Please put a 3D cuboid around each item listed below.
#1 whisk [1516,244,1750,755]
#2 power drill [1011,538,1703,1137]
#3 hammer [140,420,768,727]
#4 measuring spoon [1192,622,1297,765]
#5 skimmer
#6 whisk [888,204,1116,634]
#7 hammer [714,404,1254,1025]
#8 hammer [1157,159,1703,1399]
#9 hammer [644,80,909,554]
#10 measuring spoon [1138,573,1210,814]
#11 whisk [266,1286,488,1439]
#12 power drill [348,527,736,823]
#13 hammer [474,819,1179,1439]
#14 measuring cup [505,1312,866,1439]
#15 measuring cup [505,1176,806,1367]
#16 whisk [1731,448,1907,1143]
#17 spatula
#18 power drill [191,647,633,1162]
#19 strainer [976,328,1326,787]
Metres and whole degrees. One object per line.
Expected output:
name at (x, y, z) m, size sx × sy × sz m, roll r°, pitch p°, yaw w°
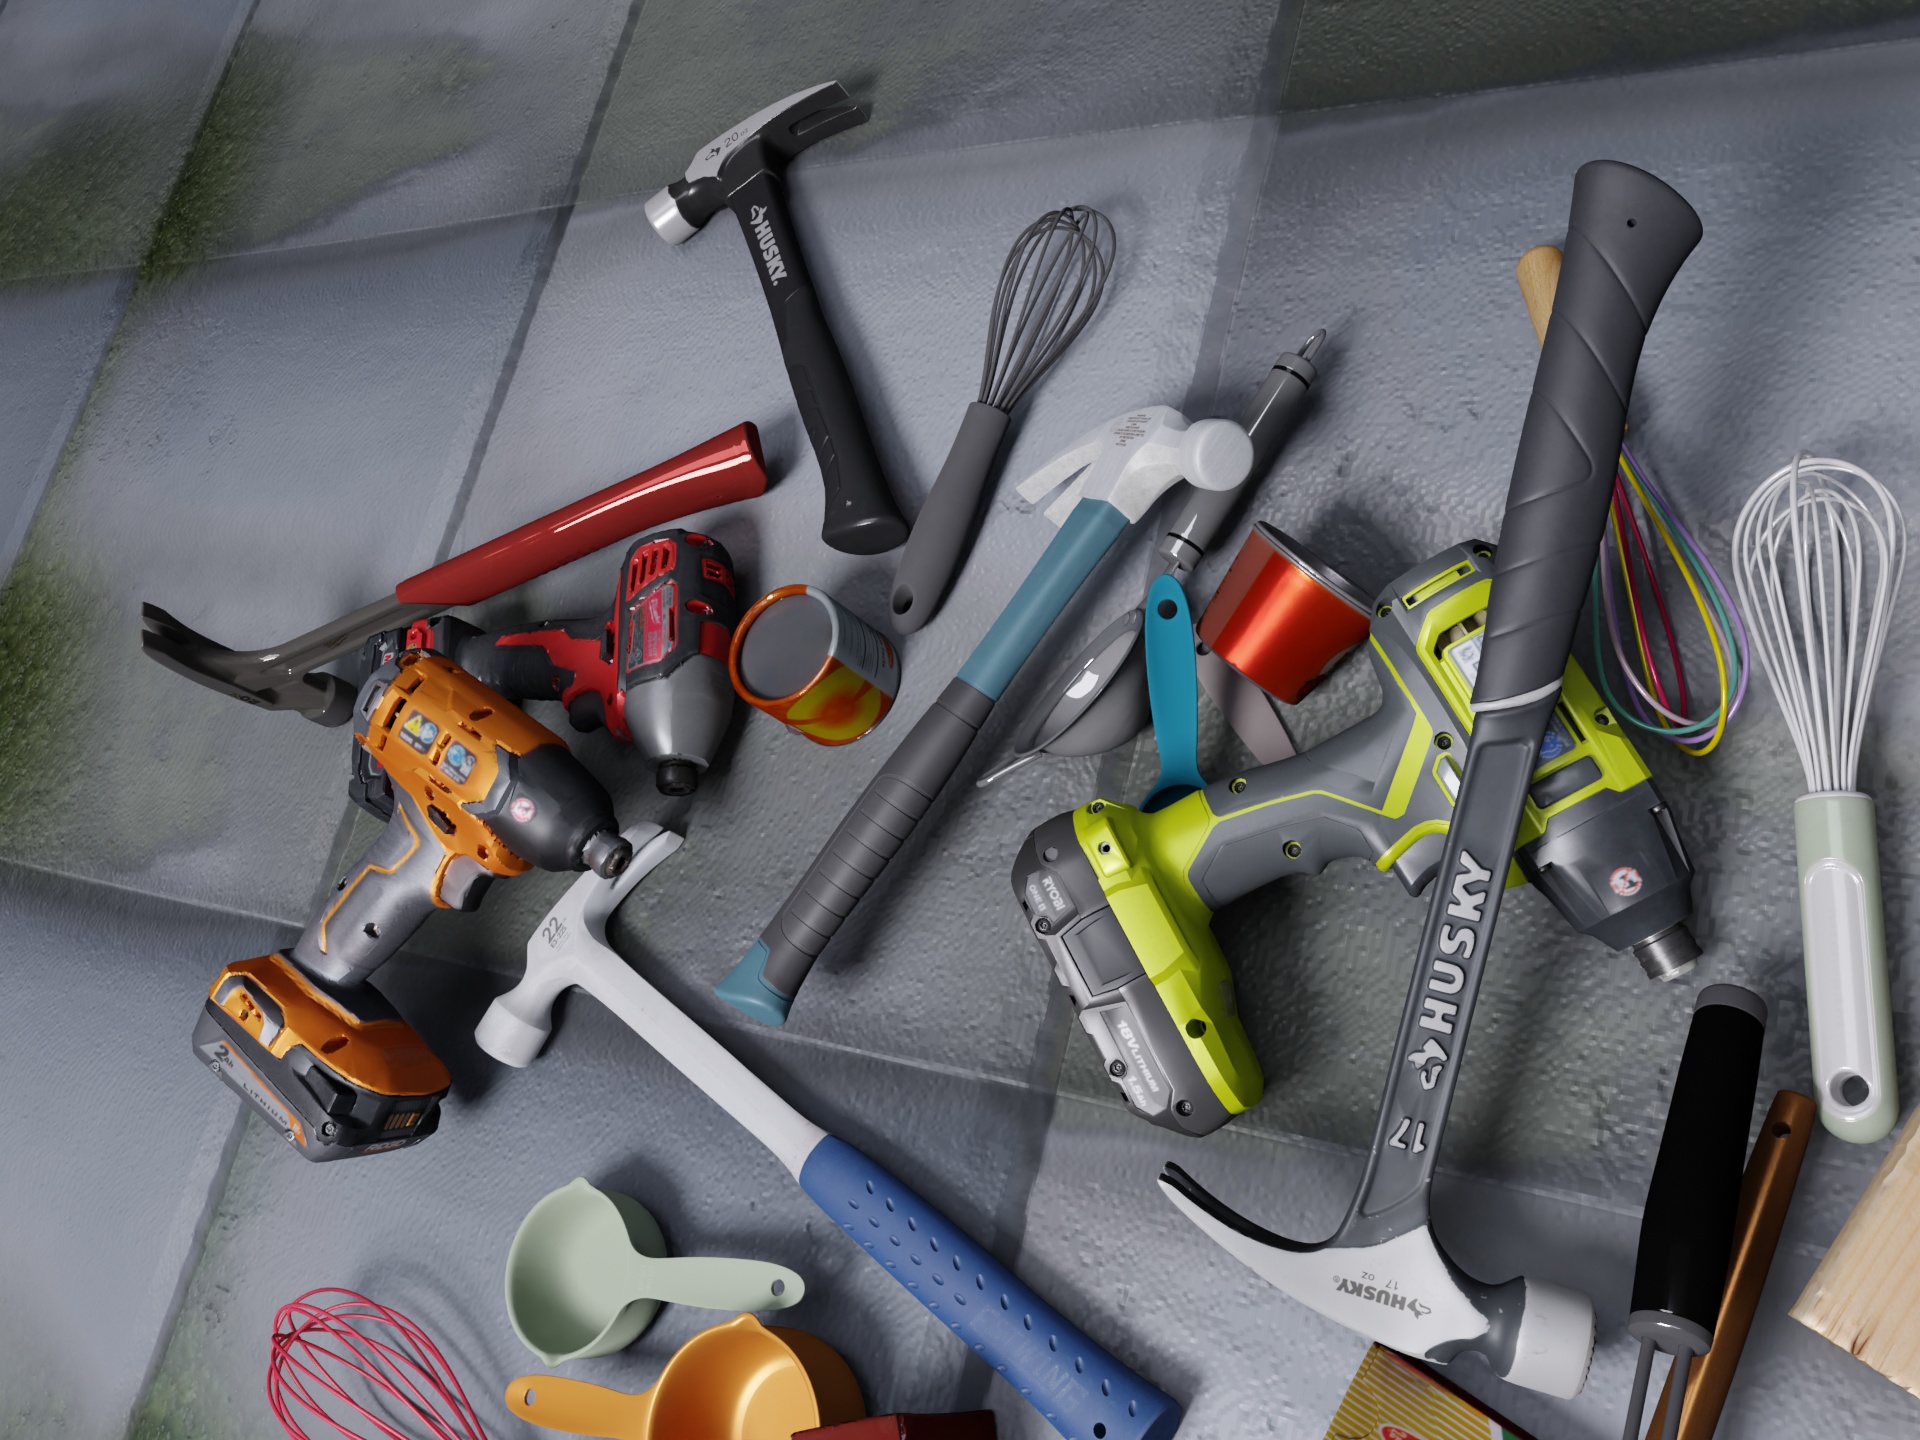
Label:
whisk at (0.259, -0.095, 0.635) m, size 0.051 × 0.047 × 0.245 m, roll -18°, pitch 57°, yaw 22°
power drill at (0.148, 0.059, 0.605) m, size 0.223 × 0.080 × 0.171 m, roll -31°, pitch 73°, yaw 13°
hammer at (-0.274, -0.088, 0.899) m, size 0.359 × 0.149 × 0.037 m, roll -21°, pitch 65°, yaw 15°
measuring spoon at (0.126, 0.001, 0.684) m, size 0.034 × 0.018 × 0.124 m, roll -37°, pitch 55°, yaw 13°
skimmer at (0.194, 0.246, 0.457) m, size 0.127 × 0.090 × 0.363 m, roll 5°, pitch 49°, yaw 33°
whisk at (0.017, -0.153, 0.800) m, size 0.055 × 0.055 × 0.239 m, roll 20°, pitch 86°, yaw 35°
hammer at (-0.001, -0.002, 0.711) m, size 0.331 × 0.033 × 0.128 m, roll -54°, pitch 25°, yaw -2°
hammer at (0.180, 0.010, 0.546) m, size 0.149 × 0.036 × 0.409 m, roll 13°, pitch 89°, yaw 14°
hammer at (-0.085, -0.225, 0.890) m, size 0.146 × 0.035 × 0.335 m, roll -31°, pitch 56°, yaw 17°
measuring spoon at (0.093, 0.002, 0.676) m, size 0.042 × 0.021 × 0.128 m, roll -4°, pitch 94°, yaw 16°
whisk at (-0.218, 0.347, 0.723) m, size 0.296 × 0.073 × 0.073 m, roll 21°, pitch 82°, yaw 28°
power drill at (-0.219, -0.009, 0.862) m, size 0.219 × 0.078 × 0.143 m, roll -15°, pitch 63°, yaw 22°
hammer at (-0.069, 0.185, 0.712) m, size 0.406 × 0.035 × 0.144 m, roll 30°, pitch 87°, yaw 36°
measuring cup at (-0.118, 0.301, 0.684) m, size 0.174 × 0.052 × 0.095 m, roll -5°, pitch 68°, yaw 31°
measuring cup at (-0.132, 0.253, 0.719) m, size 0.167 × 0.038 × 0.083 m, roll -7°, pitch 67°, yaw 28°
whisk at (0.304, 0.020, 0.555) m, size 0.058 × 0.059 × 0.246 m, roll -9°, pitch 70°, yaw 40°
spatula at (0.200, 0.259, 0.480) m, size 0.081 × 0.041 × 0.323 m, roll 14°, pitch 70°, yaw 43°
power drill at (-0.262, 0.098, 0.778) m, size 0.164 × 0.084 × 0.226 m, roll 31°, pitch 94°, yaw 23°
strainer at (0.096, -0.067, 0.712) m, size 0.258 × 0.050 × 0.087 m, roll -58°, pitch 10°, yaw -3°
